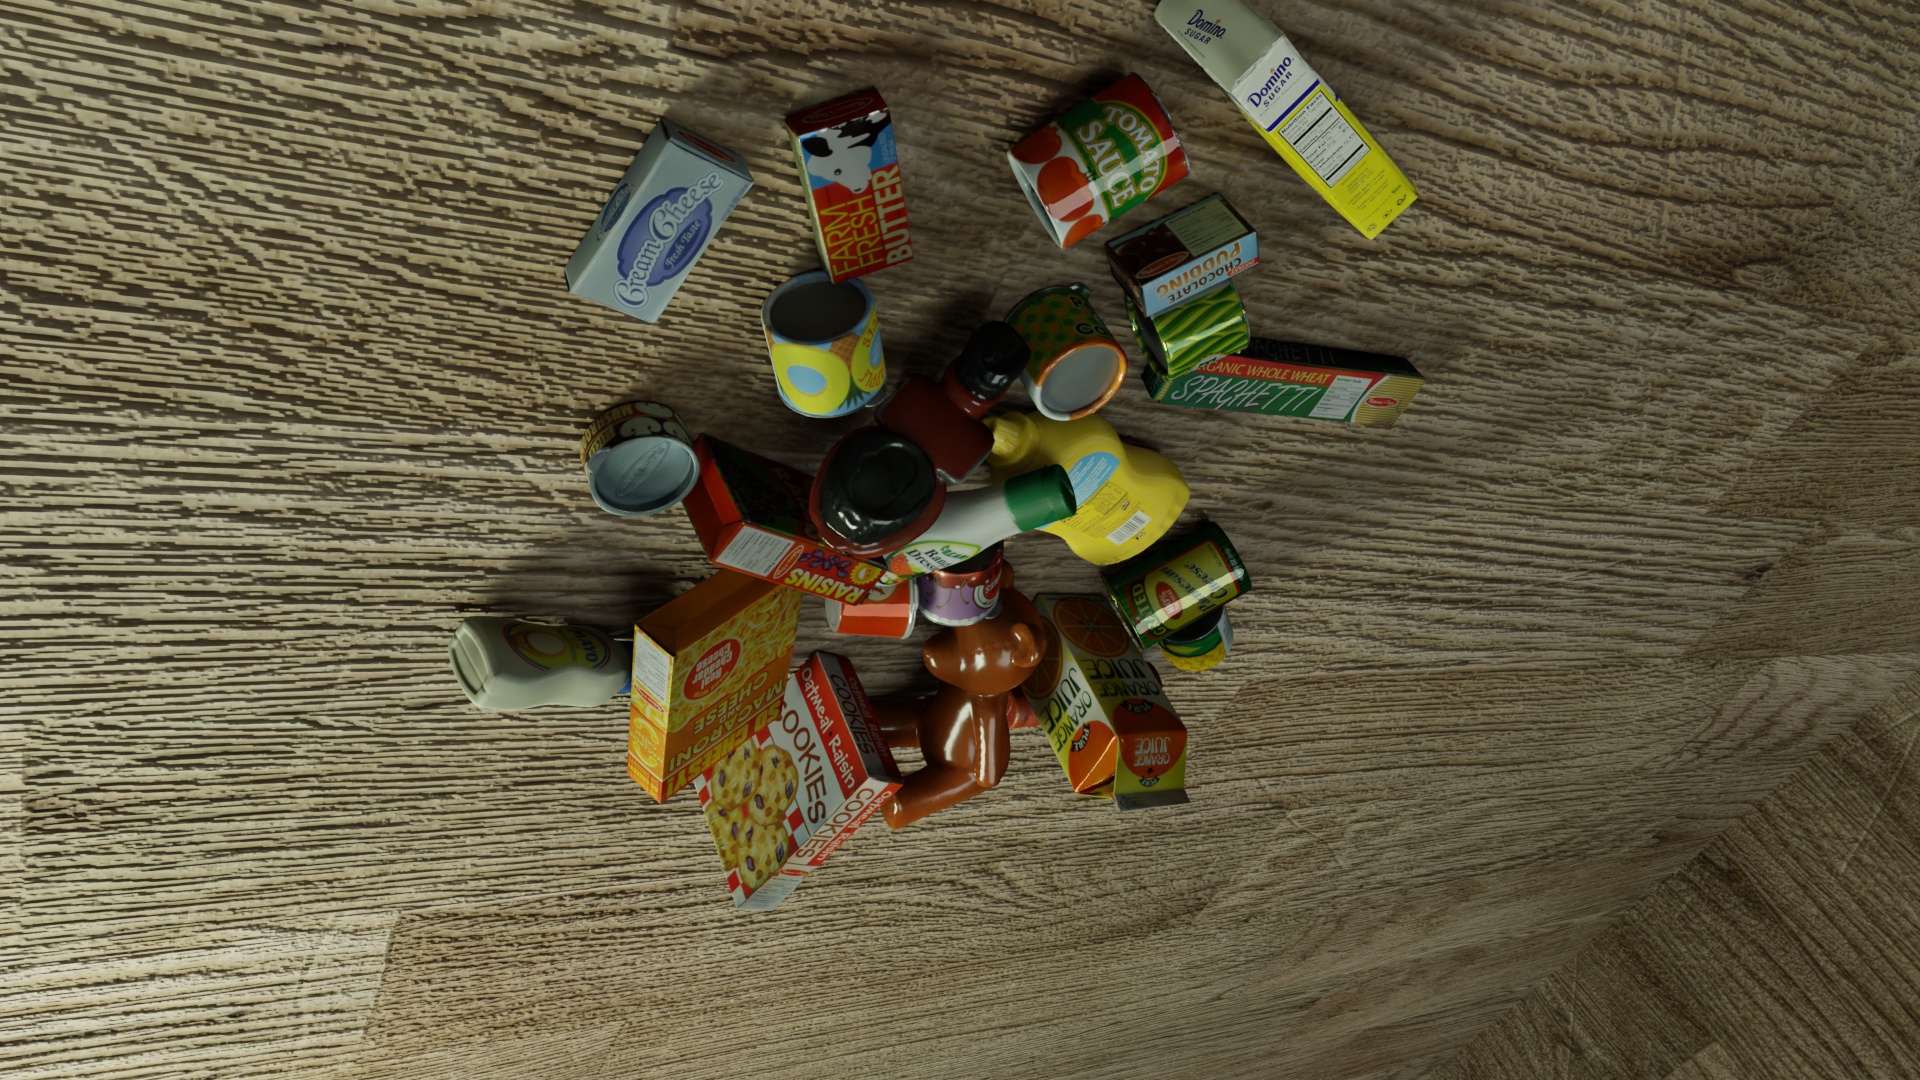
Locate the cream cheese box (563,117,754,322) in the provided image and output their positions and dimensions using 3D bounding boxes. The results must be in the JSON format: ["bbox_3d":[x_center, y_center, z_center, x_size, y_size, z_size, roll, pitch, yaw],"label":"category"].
[{"bbox_3d":[-0.160,-0.166,0.731,0.053,0.024,0.103,18,123,-43],"label":"cream cheese box"}]

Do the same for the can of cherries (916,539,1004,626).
[{"bbox_3d":[0.000,0.019,1.005,0.071,0.072,0.058,-14,140,-17],"label":"can of cherries"}]

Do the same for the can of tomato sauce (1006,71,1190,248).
[{"bbox_3d":[0.078,-0.214,0.785,0.083,0.071,0.071,-31,142,4],"label":"can of tomato sauce"}]

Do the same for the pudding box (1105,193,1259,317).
[{"bbox_3d":[0.140,-0.181,0.877,0.084,0.050,0.030,-26,141,-4],"label":"pudding box"}]

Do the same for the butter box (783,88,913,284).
[{"bbox_3d":[-0.059,-0.193,0.763,0.053,0.024,0.103,-21,141,-8],"label":"butter box"}]

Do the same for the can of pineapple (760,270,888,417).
[{"bbox_3d":[-0.077,-0.114,0.806,0.071,0.071,0.057,-20,141,-11],"label":"can of pineapple"}]

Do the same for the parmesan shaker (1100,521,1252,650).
[{"bbox_3d":[0.177,0.034,1.136,0.103,0.071,0.071,-30,142,1],"label":"parmesan shaker"}]

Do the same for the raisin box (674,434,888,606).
[{"bbox_3d":[-0.114,-0.012,0.885,0.123,0.086,0.040,21,116,-44],"label":"raisin box"}]

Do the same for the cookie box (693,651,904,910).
[{"bbox_3d":[-0.128,0.186,1.073,0.040,0.123,0.167,20,121,-45],"label":"cookie box"}]

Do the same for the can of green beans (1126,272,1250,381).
[{"bbox_3d":[0.148,-0.145,0.910,0.058,0.071,0.071,-24,142,-4],"label":"can of green beans"}]

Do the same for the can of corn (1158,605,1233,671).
[{"bbox_3d":[0.194,0.071,1.188,0.071,0.071,0.058,-29,143,1],"label":"can of corn"}]

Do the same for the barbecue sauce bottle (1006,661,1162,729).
[{"bbox_3d":[0.104,0.141,1.229,0.149,0.044,0.064,-2,136,-29],"label":"barbecue sauce bottle"}]

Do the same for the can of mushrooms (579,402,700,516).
[{"bbox_3d":[-0.195,-0.050,0.835,0.071,0.033,0.070,-17,142,-14],"label":"can of mushrooms"}]

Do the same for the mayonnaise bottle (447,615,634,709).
[{"bbox_3d":[-0.261,0.082,0.924,0.148,0.065,0.041,8,124,-51],"label":"mayonnaise bottle"}]

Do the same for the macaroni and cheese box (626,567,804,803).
[{"bbox_3d":[-0.171,0.092,0.968,0.124,0.040,0.165,-35,153,-40],"label":"macaroni and cheese box"}]

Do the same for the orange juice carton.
[{"bbox_3d":[0.113,0.135,1.105,0.072,0.193,0.072,3,132,-32],"label":"orange juice carton"}]

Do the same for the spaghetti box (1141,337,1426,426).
[{"bbox_3d":[0.243,-0.119,1.029,0.250,0.029,0.050,2,134,-33],"label":"spaghetti box"}]

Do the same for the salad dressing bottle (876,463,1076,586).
[{"bbox_3d":[0.003,-0.012,0.928,0.147,0.044,0.064,-19,153,18],"label":"salad dressing bottle"}]

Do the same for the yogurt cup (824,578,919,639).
[{"bbox_3d":[-0.066,0.038,0.992,0.054,0.073,0.072,-2,136,-18],"label":"yogurt cup"}]

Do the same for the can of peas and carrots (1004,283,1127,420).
[{"bbox_3d":[0.068,-0.121,0.894,0.071,0.059,0.070,-17,142,-14],"label":"can of peas and carrots"}]
